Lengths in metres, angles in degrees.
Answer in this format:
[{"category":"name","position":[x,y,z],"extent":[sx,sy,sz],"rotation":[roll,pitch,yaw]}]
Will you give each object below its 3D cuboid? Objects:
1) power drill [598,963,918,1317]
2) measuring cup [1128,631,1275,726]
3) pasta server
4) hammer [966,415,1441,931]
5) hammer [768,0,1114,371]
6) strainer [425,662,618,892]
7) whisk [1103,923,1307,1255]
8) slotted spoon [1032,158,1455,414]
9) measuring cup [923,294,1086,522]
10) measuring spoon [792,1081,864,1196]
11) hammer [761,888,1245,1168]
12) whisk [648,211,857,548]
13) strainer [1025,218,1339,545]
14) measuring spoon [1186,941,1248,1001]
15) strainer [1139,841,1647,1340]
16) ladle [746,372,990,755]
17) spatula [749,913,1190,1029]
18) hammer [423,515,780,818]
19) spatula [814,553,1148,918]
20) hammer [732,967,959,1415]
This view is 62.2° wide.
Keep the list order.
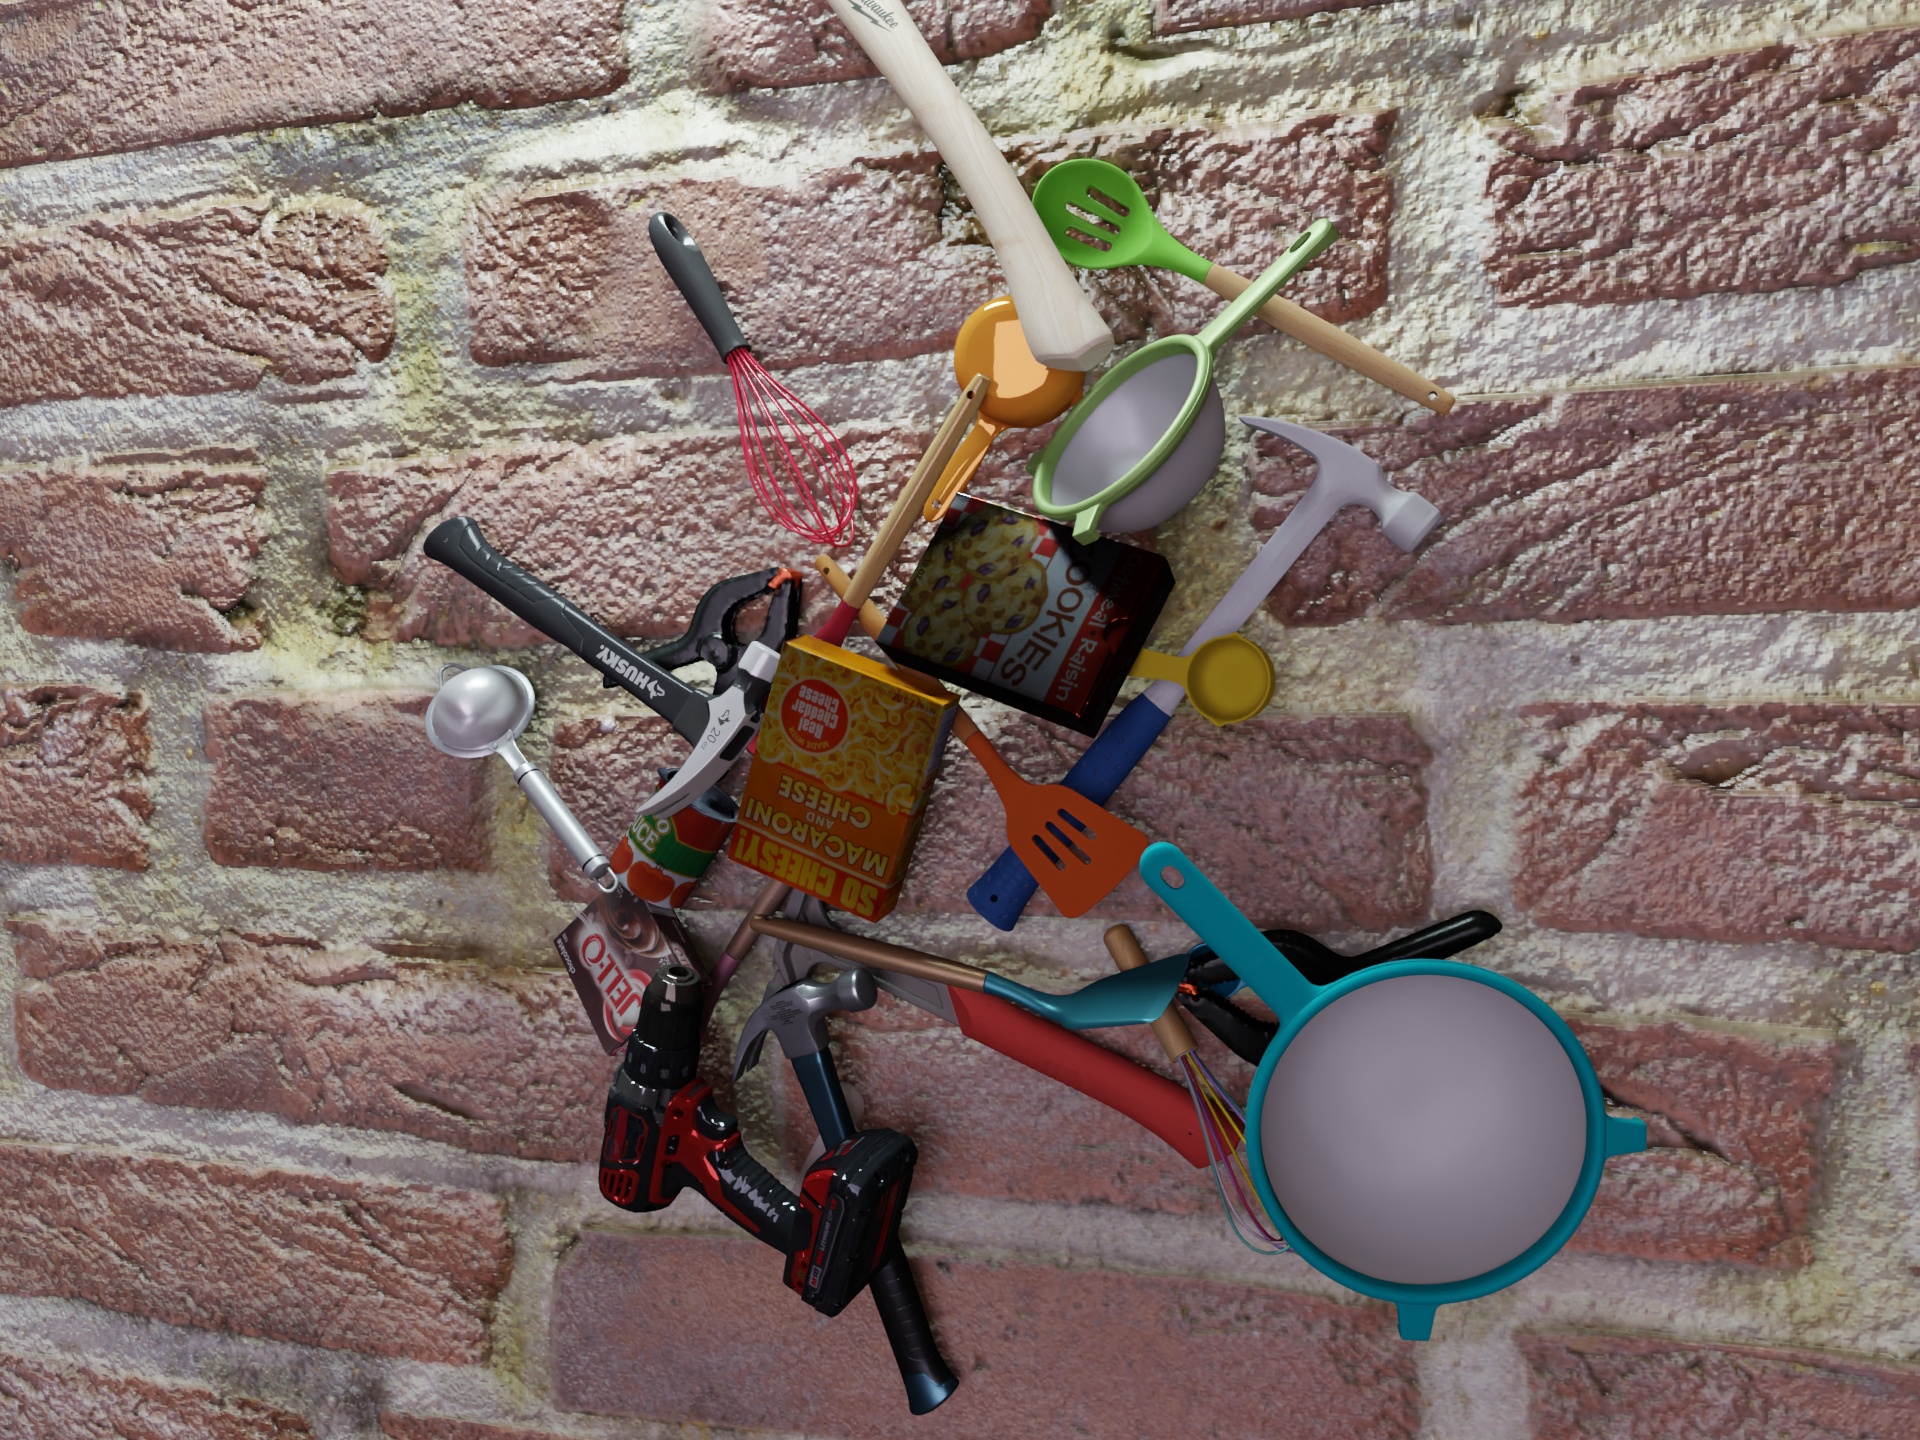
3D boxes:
[{"category":"power drill","position":[-0.148,0.288,1.110],"extent":[0.227,0.080,0.187],"rotation":[21,109,21]},{"category":"measuring cup","position":[0.134,-0.036,1.056],"extent":[0.156,0.029,0.062],"rotation":[13,96,28]},{"category":"pasta server","position":[-0.160,0.152,1.183],"extent":[0.060,0.040,0.316],"rotation":[42,103,36]},{"category":"hammer","position":[0.136,-0.023,1.083],"extent":[0.144,0.035,0.405],"rotation":[41,103,11]},{"category":"hammer","position":[-0.002,-0.413,1.077],"extent":[0.146,0.038,0.411],"rotation":[-34,74,15]},{"category":"strainer","position":[-0.331,0.034,1.199],"extent":[0.087,0.050,0.259],"rotation":[-36,67,-16]},{"category":"whisk","position":[0.159,0.244,1.059],"extent":[0.051,0.047,0.245],"rotation":[-36,63,14]},{"category":"slotted spoon","position":[0.187,-0.283,1.059],"extent":[0.314,0.031,0.070],"rotation":[32,102,12]},{"category":"measuring cup","position":[0.016,-0.213,1.101],"extent":[0.095,0.052,0.173],"rotation":[35,100,13]},{"category":"measuring spoon","position":[-0.106,0.327,1.185],"extent":[0.034,0.018,0.124],"rotation":[25,101,14]},{"category":"hammer","position":[0.034,0.209,1.127],"extent":[0.359,0.036,0.149],"rotation":[23,99,16]},{"category":"whisk","position":[-0.153,-0.250,1.152],"extent":[0.073,0.073,0.296],"rotation":[-33,78,16]},{"category":"strainer","position":[0.160,-0.211,1.037],"extent":[0.256,0.152,0.069],"rotation":[-44,117,11]},{"category":"measuring spoon","position":[0.215,0.171,1.082],"extent":[0.128,0.021,0.042],"rotation":[2,99,8]},{"category":"strainer","position":[0.234,0.196,0.984],"extent":[0.211,0.095,0.340],"rotation":[-45,89,7]},{"category":"ladle","position":[-0.065,-0.104,1.112],"extent":[0.069,0.031,0.315],"rotation":[35,108,8]},{"category":"spatula","position":[-0.005,0.164,1.093],"extent":[0.317,0.082,0.044],"rotation":[11,118,20]},{"category":"hammer","position":[-0.285,-0.059,1.179],"extent":[0.335,0.035,0.146],"rotation":[32,92,25]},{"category":"spatula","position":[-0.002,-0.004,1.111],"extent":[0.081,0.041,0.323],"rotation":[-48,67,17]},{"category":"hammer","position":[-0.070,0.344,1.147],"extent":[0.128,0.033,0.331],"rotation":[-17,95,27]}]
